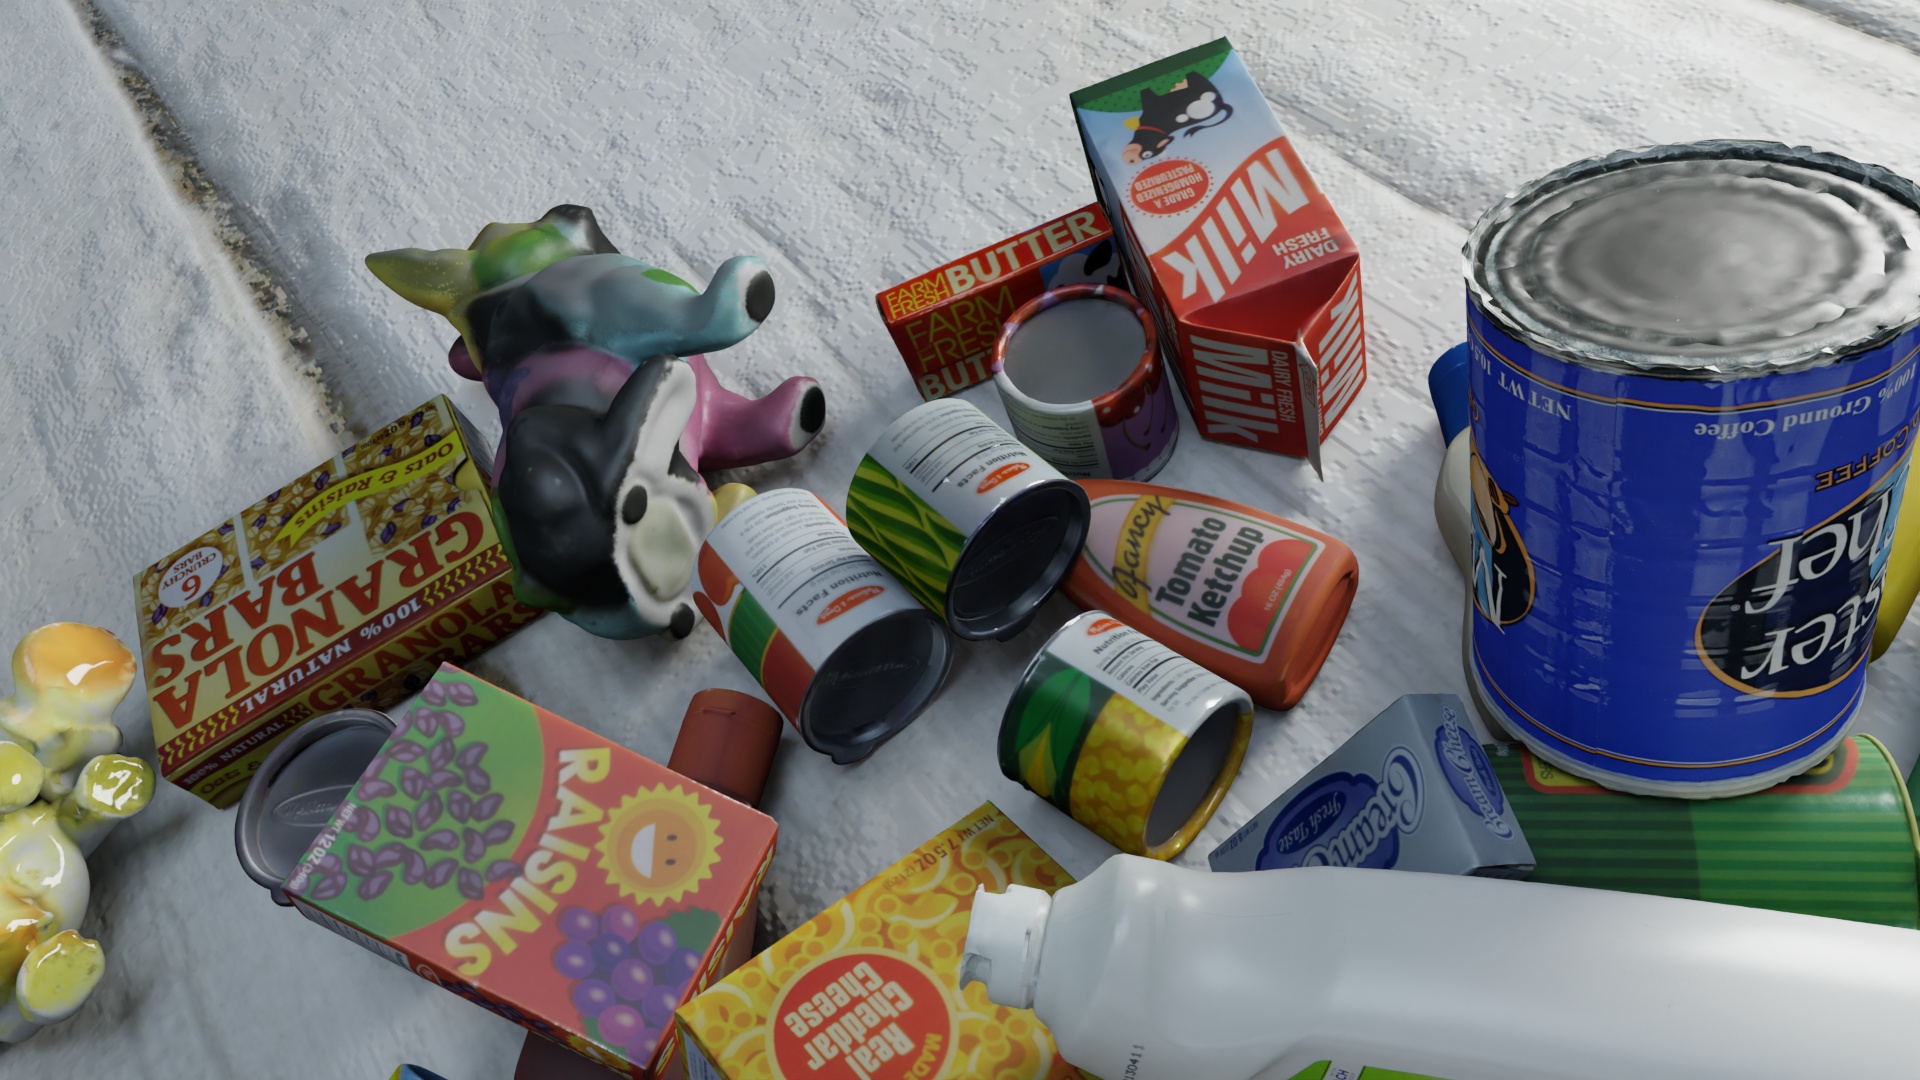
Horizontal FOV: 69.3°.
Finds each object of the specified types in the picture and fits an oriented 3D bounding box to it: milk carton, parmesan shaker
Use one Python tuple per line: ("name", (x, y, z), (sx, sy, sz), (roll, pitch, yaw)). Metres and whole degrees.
("milk carton", (0.109, -0.113, 0.563), (0.073, 0.072, 0.191), (-19, 53, 4))
("parmesan shaker", (0.202, 0.089, 0.392), (0.103, 0.071, 0.071), (-3, 56, 16))

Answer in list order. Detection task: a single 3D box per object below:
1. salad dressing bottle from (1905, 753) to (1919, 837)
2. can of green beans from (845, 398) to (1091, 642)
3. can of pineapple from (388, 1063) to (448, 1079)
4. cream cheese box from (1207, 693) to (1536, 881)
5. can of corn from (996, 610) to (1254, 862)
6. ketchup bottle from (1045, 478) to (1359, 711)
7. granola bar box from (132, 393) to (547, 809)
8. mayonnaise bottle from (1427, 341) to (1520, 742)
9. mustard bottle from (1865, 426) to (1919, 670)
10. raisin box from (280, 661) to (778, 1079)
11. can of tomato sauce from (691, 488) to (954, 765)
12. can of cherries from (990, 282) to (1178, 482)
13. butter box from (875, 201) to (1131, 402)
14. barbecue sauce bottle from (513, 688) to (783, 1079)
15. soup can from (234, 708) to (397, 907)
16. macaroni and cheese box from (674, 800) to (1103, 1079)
("salad dressing bottle", (0.314, 0.040, 0.407), (0.064, 0.043, 0.148), (31, 71, 19))
("can of green beans", (0.002, -0.008, 0.486), (0.071, 0.071, 0.058), (-42, 56, -12))
("can of pineapple", (-0.167, 0.206, 0.435), (0.071, 0.070, 0.058), (18, 63, 28))
("cream cheese box", (0.116, 0.094, 0.406), (0.024, 0.103, 0.053), (7, 50, -27))
("can of corn", (0.055, 0.067, 0.462), (0.058, 0.071, 0.071), (29, 69, 32))
("ketchup bottle", (0.066, 0.007, 0.512), (0.149, 0.043, 0.065), (23, 73, 31))
("granola bar box", (-0.277, 0.022, 0.617), (0.166, 0.039, 0.124), (-32, 53, -5))
("mayonnaise bottle", (0.196, -0.005, 0.480), (0.065, 0.041, 0.149), (-9, 53, 10))
("mustard bottle", (0.276, -0.001, 0.444), (0.065, 0.048, 0.161), (20, 65, 27))
("raisin box", (-0.131, 0.105, 0.439), (0.123, 0.040, 0.086), (24, 59, 5))
("can of tomato sauce", (-0.053, 0.031, 0.523), (0.071, 0.071, 0.083), (-40, 53, -10))
("can of cherries", (0.051, -0.062, 0.555), (0.071, 0.058, 0.072), (-9, 55, 13))
("butter box", (0.020, -0.101, 0.596), (0.103, 0.053, 0.024), (-22, 51, 3))
("barbecue sauce bottle", (-0.099, 0.125, 0.485), (0.065, 0.043, 0.149), (7, 58, 12))
("soup can", (-0.207, 0.111, 0.504), (0.071, 0.083, 0.072), (-9, 54, 13))
("macaroni and cheese box", (0.017, 0.165, 0.394), (0.124, 0.040, 0.167), (-28, 49, -31))
